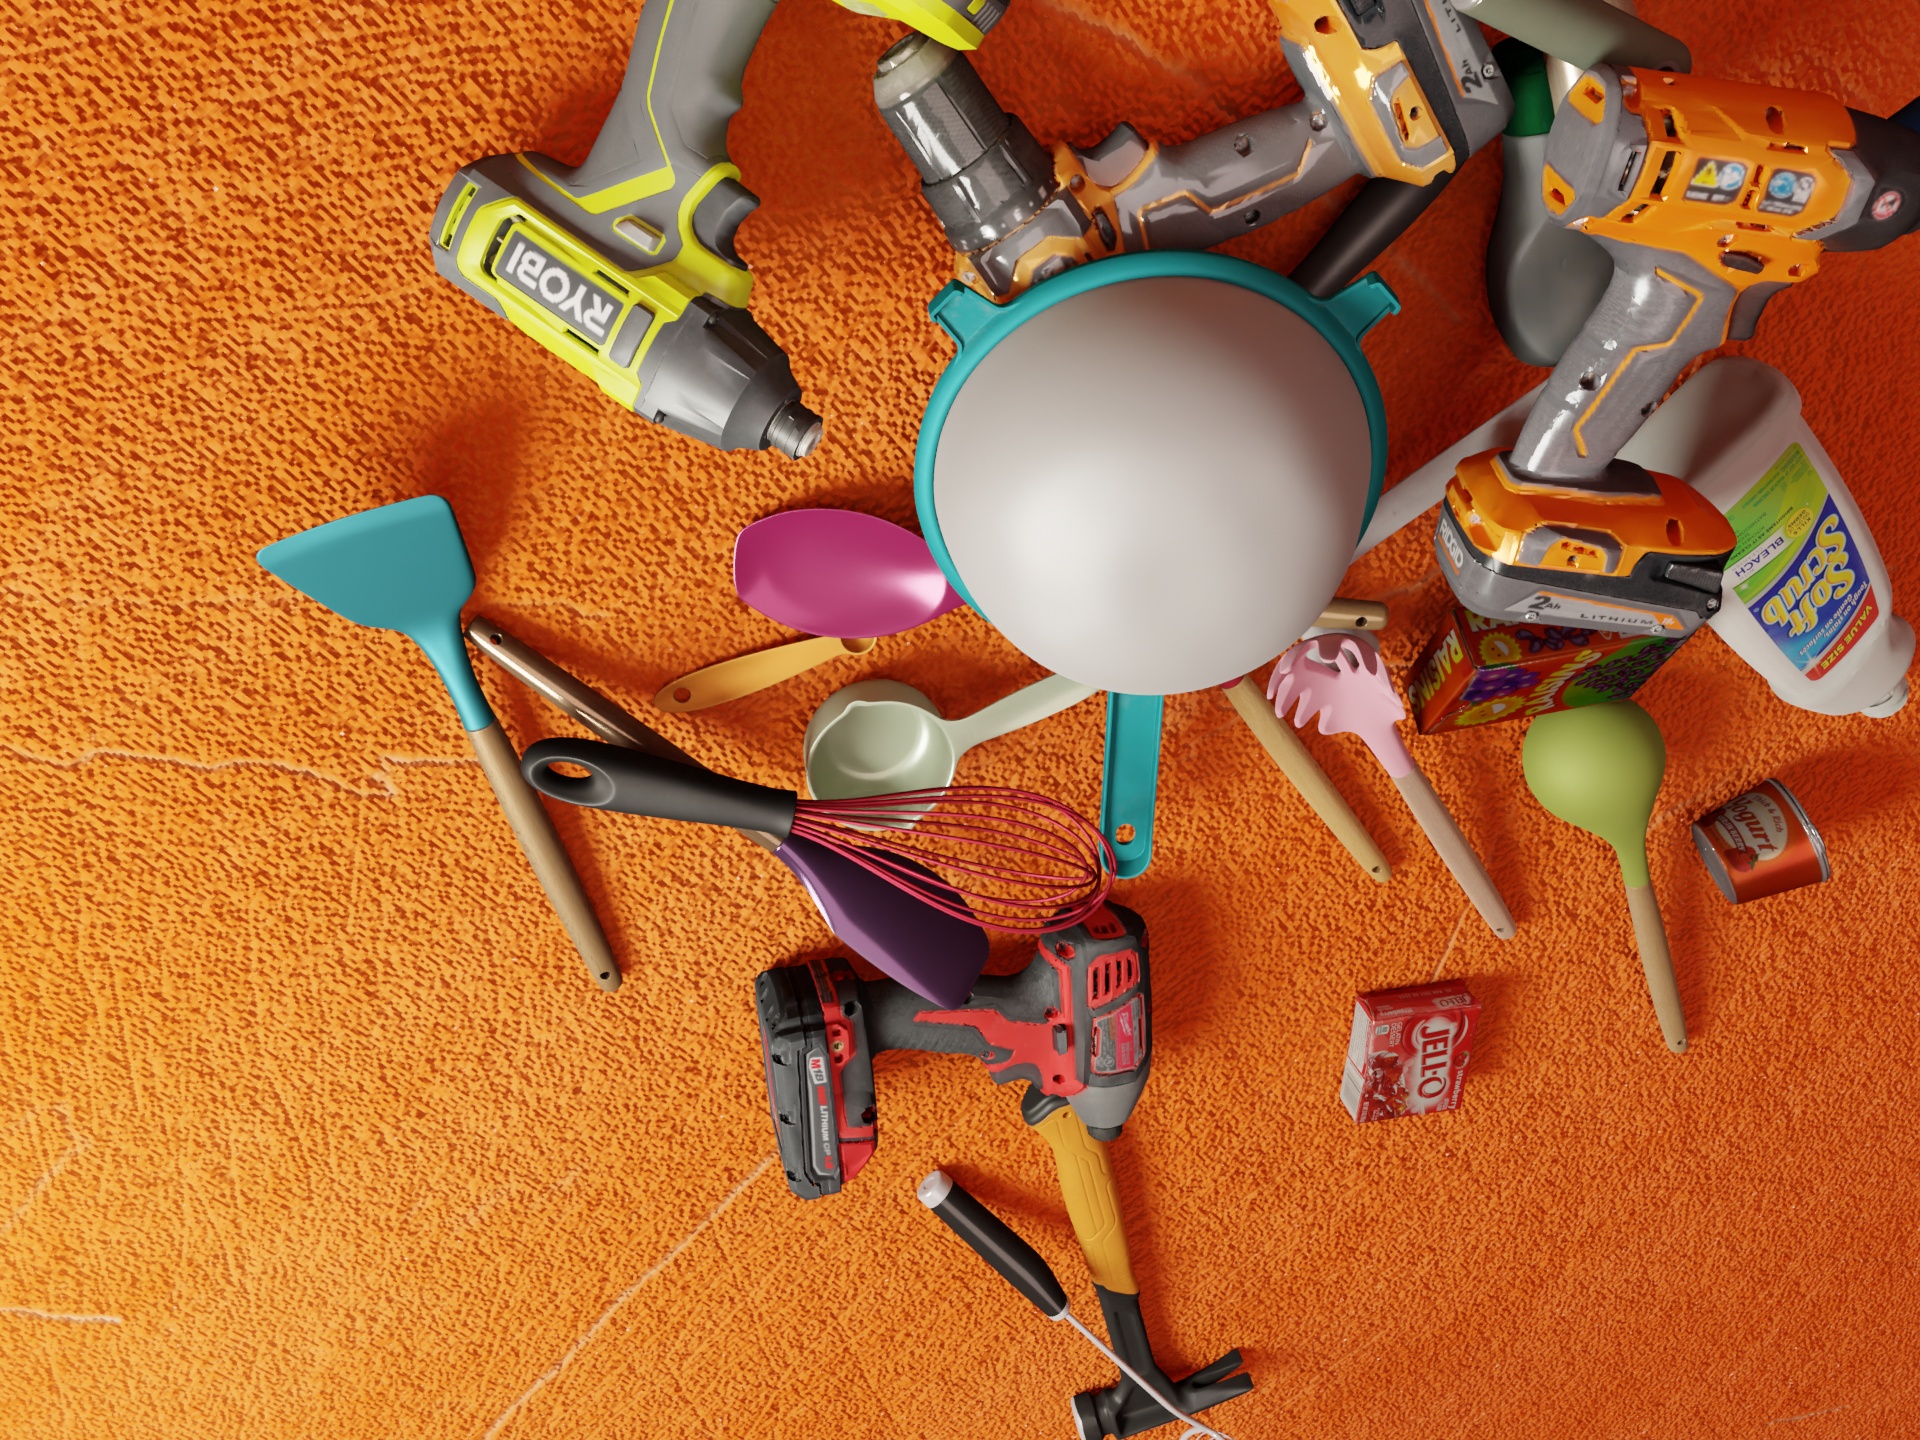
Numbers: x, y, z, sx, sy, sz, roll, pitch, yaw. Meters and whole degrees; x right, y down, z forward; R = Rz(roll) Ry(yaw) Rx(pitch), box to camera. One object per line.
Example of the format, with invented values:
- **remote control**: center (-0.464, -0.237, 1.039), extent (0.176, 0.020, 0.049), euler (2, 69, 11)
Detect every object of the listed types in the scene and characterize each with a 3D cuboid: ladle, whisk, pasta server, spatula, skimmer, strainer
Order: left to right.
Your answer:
- **spatula**: center (-0.222, 0.027, 0.763), extent (0.082, 0.044, 0.317), euler (-18, 126, -3)
- **spatula**: center (-0.110, 0.044, 0.795), extent (0.315, 0.018, 0.060), euler (36, 68, -18)
- **whisk**: center (-0.063, 0.049, 0.771), extent (0.295, 0.073, 0.073), euler (12, 116, -13)
- **skimmer**: center (0.086, 0.433, 1.006), extent (0.363, 0.127, 0.090), euler (46, 67, -12)
- **strainer**: center (0.086, -0.034, 0.720), extent (0.211, 0.095, 0.340), euler (-1, 127, 0)
- **ladle**: center (0.160, -0.006, 0.853), extent (0.069, 0.031, 0.315), euler (-29, 125, 21)
- **whisk**: center (0.152, -0.190, 0.737), extent (0.055, 0.055, 0.239), euler (39, 100, -29)
- **pasta server**: center (0.252, 0.047, 0.875), extent (0.060, 0.040, 0.315), euler (-13, 138, 31)
- **whisk**: center (0.186, -0.282, 0.595), extent (0.246, 0.059, 0.057), euler (10, 145, -27)
- **ladle**: center (0.411, 0.105, 0.974), extent (0.078, 0.062, 0.319), euler (-30, 128, 3)

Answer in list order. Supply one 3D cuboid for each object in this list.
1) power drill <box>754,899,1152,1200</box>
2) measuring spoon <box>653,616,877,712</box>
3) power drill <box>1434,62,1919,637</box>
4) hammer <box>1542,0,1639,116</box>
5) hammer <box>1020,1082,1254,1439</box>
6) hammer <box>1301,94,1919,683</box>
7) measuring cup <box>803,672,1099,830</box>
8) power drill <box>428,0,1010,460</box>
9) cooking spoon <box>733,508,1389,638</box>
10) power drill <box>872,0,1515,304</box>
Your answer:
- **power drill**: center (0.003, 0.187, 0.891), extent (0.219, 0.079, 0.143), euler (-9, 111, -12)
- **measuring spoon**: center (-0.097, -0.028, 0.791), extent (0.117, 0.011, 0.021), euler (-19, 116, 2)
- **power drill**: center (0.306, -0.150, 0.671), extent (0.164, 0.084, 0.226), euler (5, 126, -5)
- **hammer**: center (0.204, -0.387, 0.611), extent (0.146, 0.038, 0.410), euler (-34, 114, 6)
- **hammer**: center (0.105, 0.351, 1.040), extent (0.127, 0.034, 0.336), euler (-18, 122, -2)
- **hammer**: center (0.295, -0.169, 0.729), extent (0.405, 0.035, 0.144), euler (-36, 121, 27)
- **measuring cup**: center (-0.001, -0.003, 0.811), extent (0.167, 0.038, 0.083), euler (-23, 122, -2)
- **power drill**: center (-0.085, -0.225, 0.611), extent (0.171, 0.080, 0.223), euler (35, 109, 4)
- **cooking spoon**: center (0.050, -0.063, 0.771), extent (0.319, 0.017, 0.068), euler (5, 122, -3)
- **power drill**: center (0.091, -0.253, 0.667), extent (0.226, 0.084, 0.185), euler (-34, 120, 13)
